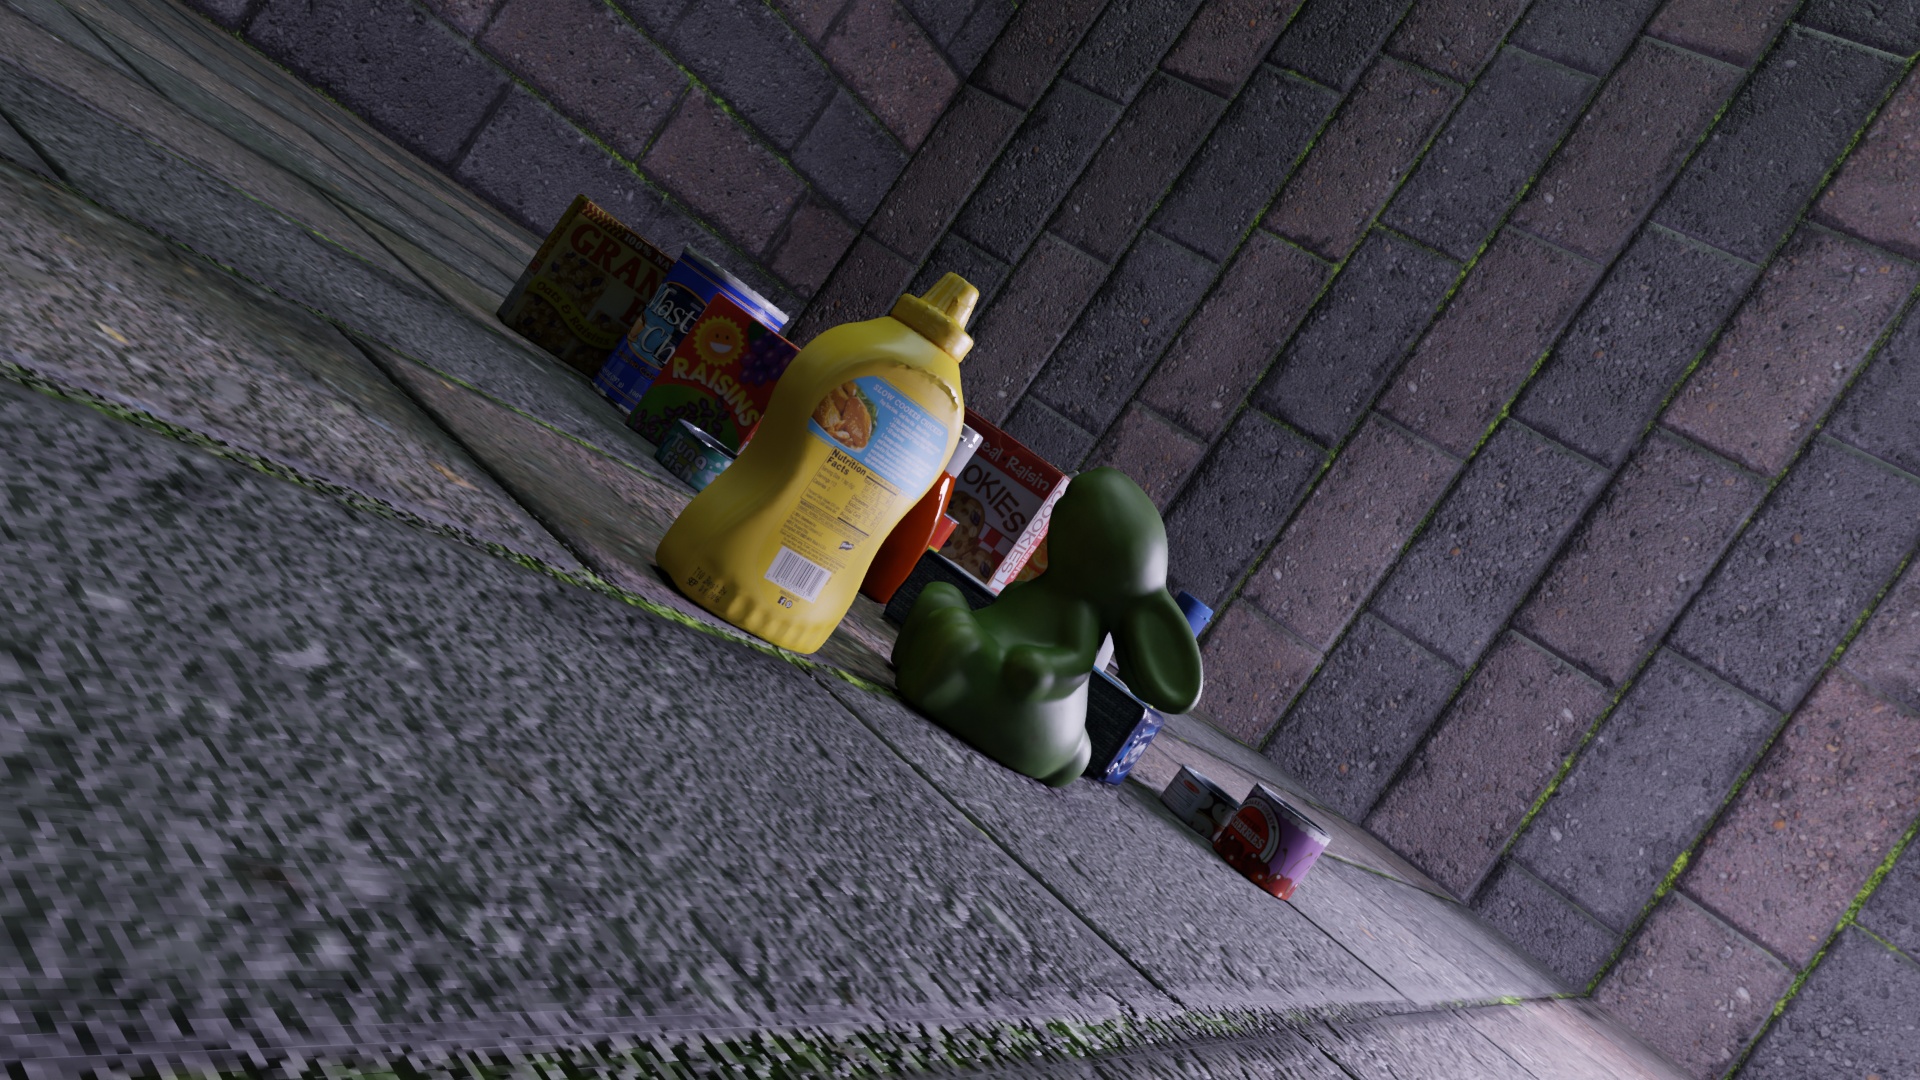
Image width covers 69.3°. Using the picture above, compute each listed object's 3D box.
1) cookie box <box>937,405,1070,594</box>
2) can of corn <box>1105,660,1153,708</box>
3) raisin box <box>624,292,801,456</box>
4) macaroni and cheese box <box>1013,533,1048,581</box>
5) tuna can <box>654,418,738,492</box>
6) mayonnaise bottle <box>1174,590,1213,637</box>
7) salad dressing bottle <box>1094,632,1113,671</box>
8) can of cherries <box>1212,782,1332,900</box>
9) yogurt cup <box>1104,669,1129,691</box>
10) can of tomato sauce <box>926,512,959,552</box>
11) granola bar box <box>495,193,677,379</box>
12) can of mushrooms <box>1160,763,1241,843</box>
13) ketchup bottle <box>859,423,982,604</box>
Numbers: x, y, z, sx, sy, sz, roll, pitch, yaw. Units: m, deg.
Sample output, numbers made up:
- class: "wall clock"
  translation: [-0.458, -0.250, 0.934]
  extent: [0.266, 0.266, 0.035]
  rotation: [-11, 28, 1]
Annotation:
- class: "cookie box"
  translation: [0.004, -0.015, 1.206]
  extent: [0.123, 0.167, 0.040]
  rotation: [36, 2, 28]
- class: "can of corn"
  translation: [0.134, 0.143, 1.221]
  extent: [0.071, 0.058, 0.071]
  rotation: [35, 2, -1]
- class: "raisin box"
  translation: [-0.184, -0.115, 1.065]
  extent: [0.086, 0.123, 0.040]
  rotation: [35, 2, 0]
- class: "macaroni and cheese box"
  translation: [0.093, 0.040, 1.374]
  extent: [0.040, 0.166, 0.123]
  rotation: [36, 2, 24]
- class: "tuna can"
  translation: [-0.184, -0.056, 0.995]
  extent: [0.071, 0.033, 0.071]
  rotation: [35, 2, -1]
- class: "mayonnaise bottle"
  translation: [0.179, 0.116, 1.298]
  extent: [0.041, 0.148, 0.064]
  rotation: [37, 2, 33]
- class: "salad dressing bottle"
  translation: [0.096, 0.070, 1.043]
  extent: [0.044, 0.147, 0.064]
  rotation: [35, 2, -23]
- class: "can of cherries"
  translation: [0.225, 0.218, 1.010]
  extent: [0.071, 0.058, 0.071]
  rotation: [35, 2, -1]
- class: "yogurt cup"
  translation: [0.094, 0.123, 1.120]
  extent: [0.072, 0.054, 0.072]
  rotation: [35, 2, -1]
- class: "can of tomato sauce"
  translation: [-0.053, -0.001, 1.140]
  extent: [0.071, 0.083, 0.071]
  rotation: [35, 2, -1]
- class: "granola bar box"
  translation: [-0.290, -0.197, 1.190]
  extent: [0.165, 0.124, 0.039]
  rotation: [34, 2, -37]
- class: "can of mushrooms"
  translation: [0.191, 0.206, 1.071]
  extent: [0.071, 0.033, 0.071]
  rotation: [35, 2, -1]
- class: "ketchup bottle"
  translation: [-0.040, -0.027, 1.055]
  extent: [0.065, 0.148, 0.043]
  rotation: [35, 2, -7]
